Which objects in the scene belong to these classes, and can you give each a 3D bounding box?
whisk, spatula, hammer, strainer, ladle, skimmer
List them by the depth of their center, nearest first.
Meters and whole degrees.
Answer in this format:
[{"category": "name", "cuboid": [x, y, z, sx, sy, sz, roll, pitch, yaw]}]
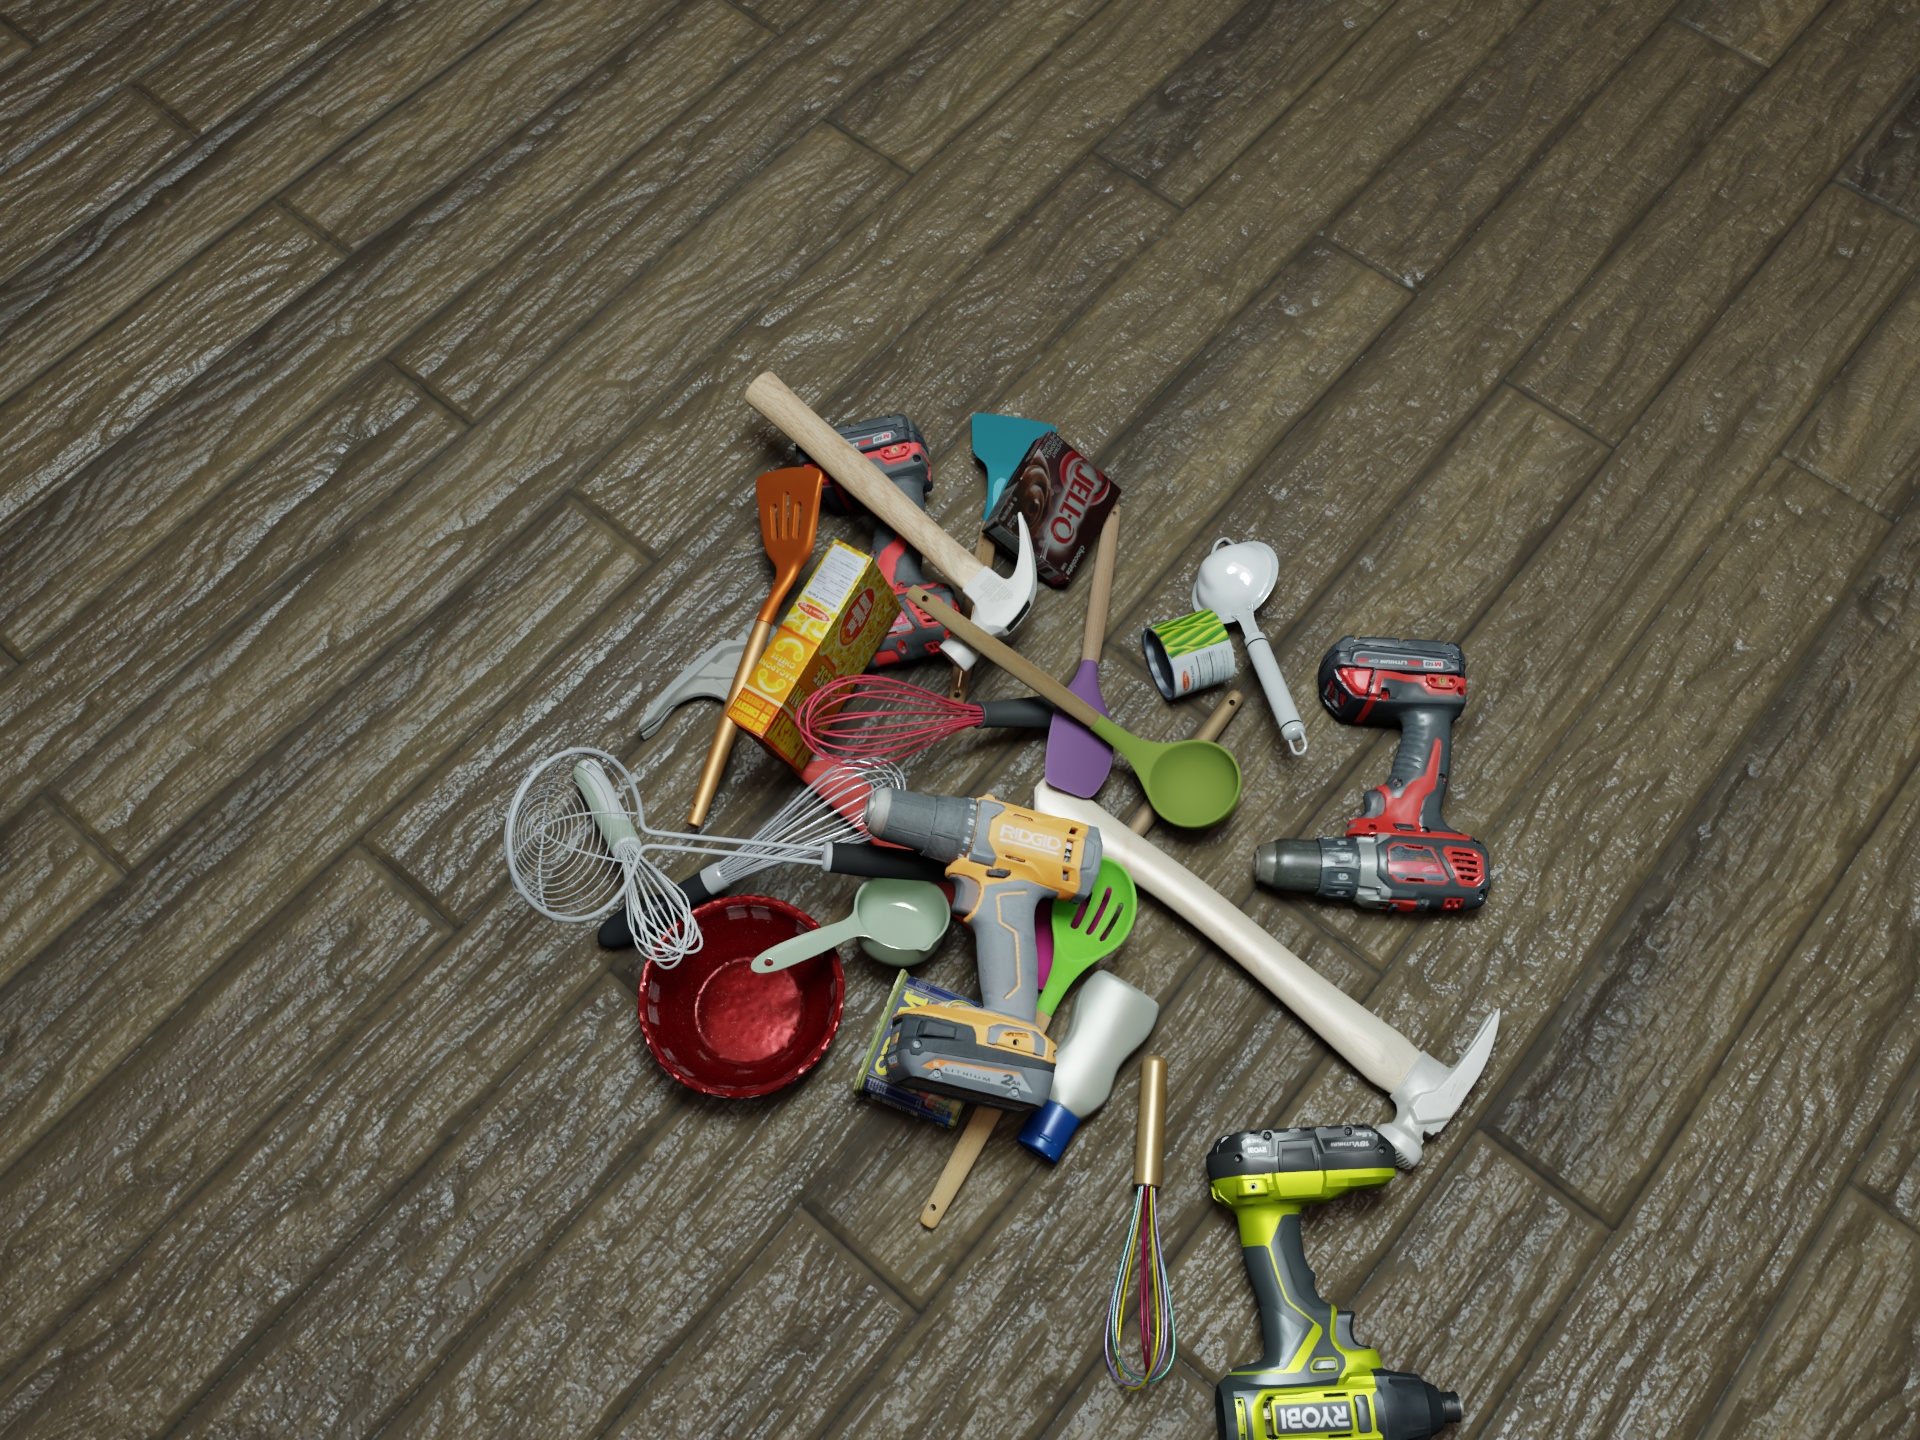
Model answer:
[{"category": "skimmer", "cuboid": [-0.154, 0.098, 1.193, 0.363, 0.090, 0.127, 7, 85, -15]}, {"category": "whisk", "cuboid": [0.142, 0.372, 1.194, 0.051, 0.047, 0.245, 6, 62, 4]}, {"category": "hammer", "cuboid": [0.231, 0.169, 1.278, 0.411, 0.038, 0.146, 38, 71, 13]}, {"category": "whisk", "cuboid": [-0.266, 0.108, 1.279, 0.057, 0.059, 0.247, 7, 31, -38]}, {"category": "whisk", "cuboid": [-0.170, 0.113, 1.283, 0.284, 0.070, 0.070, -29, 68, 5]}, {"category": "ladle", "cuboid": [0.092, -0.016, 1.293, 0.320, 0.062, 0.078, 35, 76, -8]}, {"category": "whisk", "cuboid": [-0.002, -0.004, 1.303, 0.295, 0.073, 0.073, -3, 62, -34]}, {"category": "hammer", "cuboid": [-0.102, 0.067, 1.338, 0.359, 0.036, 0.149, 41, 72, 17]}, {"category": "spatula", "cuboid": [-0.181, -0.064, 1.350, 0.081, 0.041, 0.323, 2, 67, 39]}, {"category": "strainer", "cuboid": [0.252, -0.075, 1.367, 0.087, 0.050, 0.259, -32, 50, 22]}, {"category": "hammer", "cuboid": [-0.065, -0.193, 1.368, 0.130, 0.031, 0.331, -45, 72, -4]}, {"category": "spatula", "cuboid": [0.117, -0.068, 1.383, 0.059, 0.018, 0.316, 20, 55, -14]}, {"category": "spatula", "cuboid": [0.024, -0.150, 1.446, 0.082, 0.044, 0.318, 10, 70, 4]}]

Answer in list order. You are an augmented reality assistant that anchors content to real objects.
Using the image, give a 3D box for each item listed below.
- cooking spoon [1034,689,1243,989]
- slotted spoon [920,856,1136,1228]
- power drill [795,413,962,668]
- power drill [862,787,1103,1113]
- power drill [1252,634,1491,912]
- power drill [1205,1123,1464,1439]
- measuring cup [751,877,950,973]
[{"category": "cooking spoon", "cuboid": [0.147, 0.093, 1.335, 0.069, 0.017, 0.319, 35, 71, 12]}, {"category": "slotted spoon", "cuboid": [0.050, 0.249, 1.237, 0.070, 0.031, 0.314, 23, 77, 28]}, {"category": "power drill", "cuboid": [-0.081, -0.151, 1.413, 0.143, 0.078, 0.220, -12, 70, 8]}, {"category": "power drill", "cuboid": [0.001, 0.163, 1.193, 0.185, 0.084, 0.226, 16, 68, -11]}, {"category": "power drill", "cuboid": [0.339, 0.048, 1.326, 0.188, 0.080, 0.227, 3, 68, 2]}, {"category": "power drill", "cuboid": [0.266, 0.414, 1.158, 0.171, 0.080, 0.223, -3, 69, 0]}, {"category": "measuring cup", "cuboid": [-0.087, 0.172, 1.240, 0.167, 0.038, 0.083, -19, 55, -25]}]
